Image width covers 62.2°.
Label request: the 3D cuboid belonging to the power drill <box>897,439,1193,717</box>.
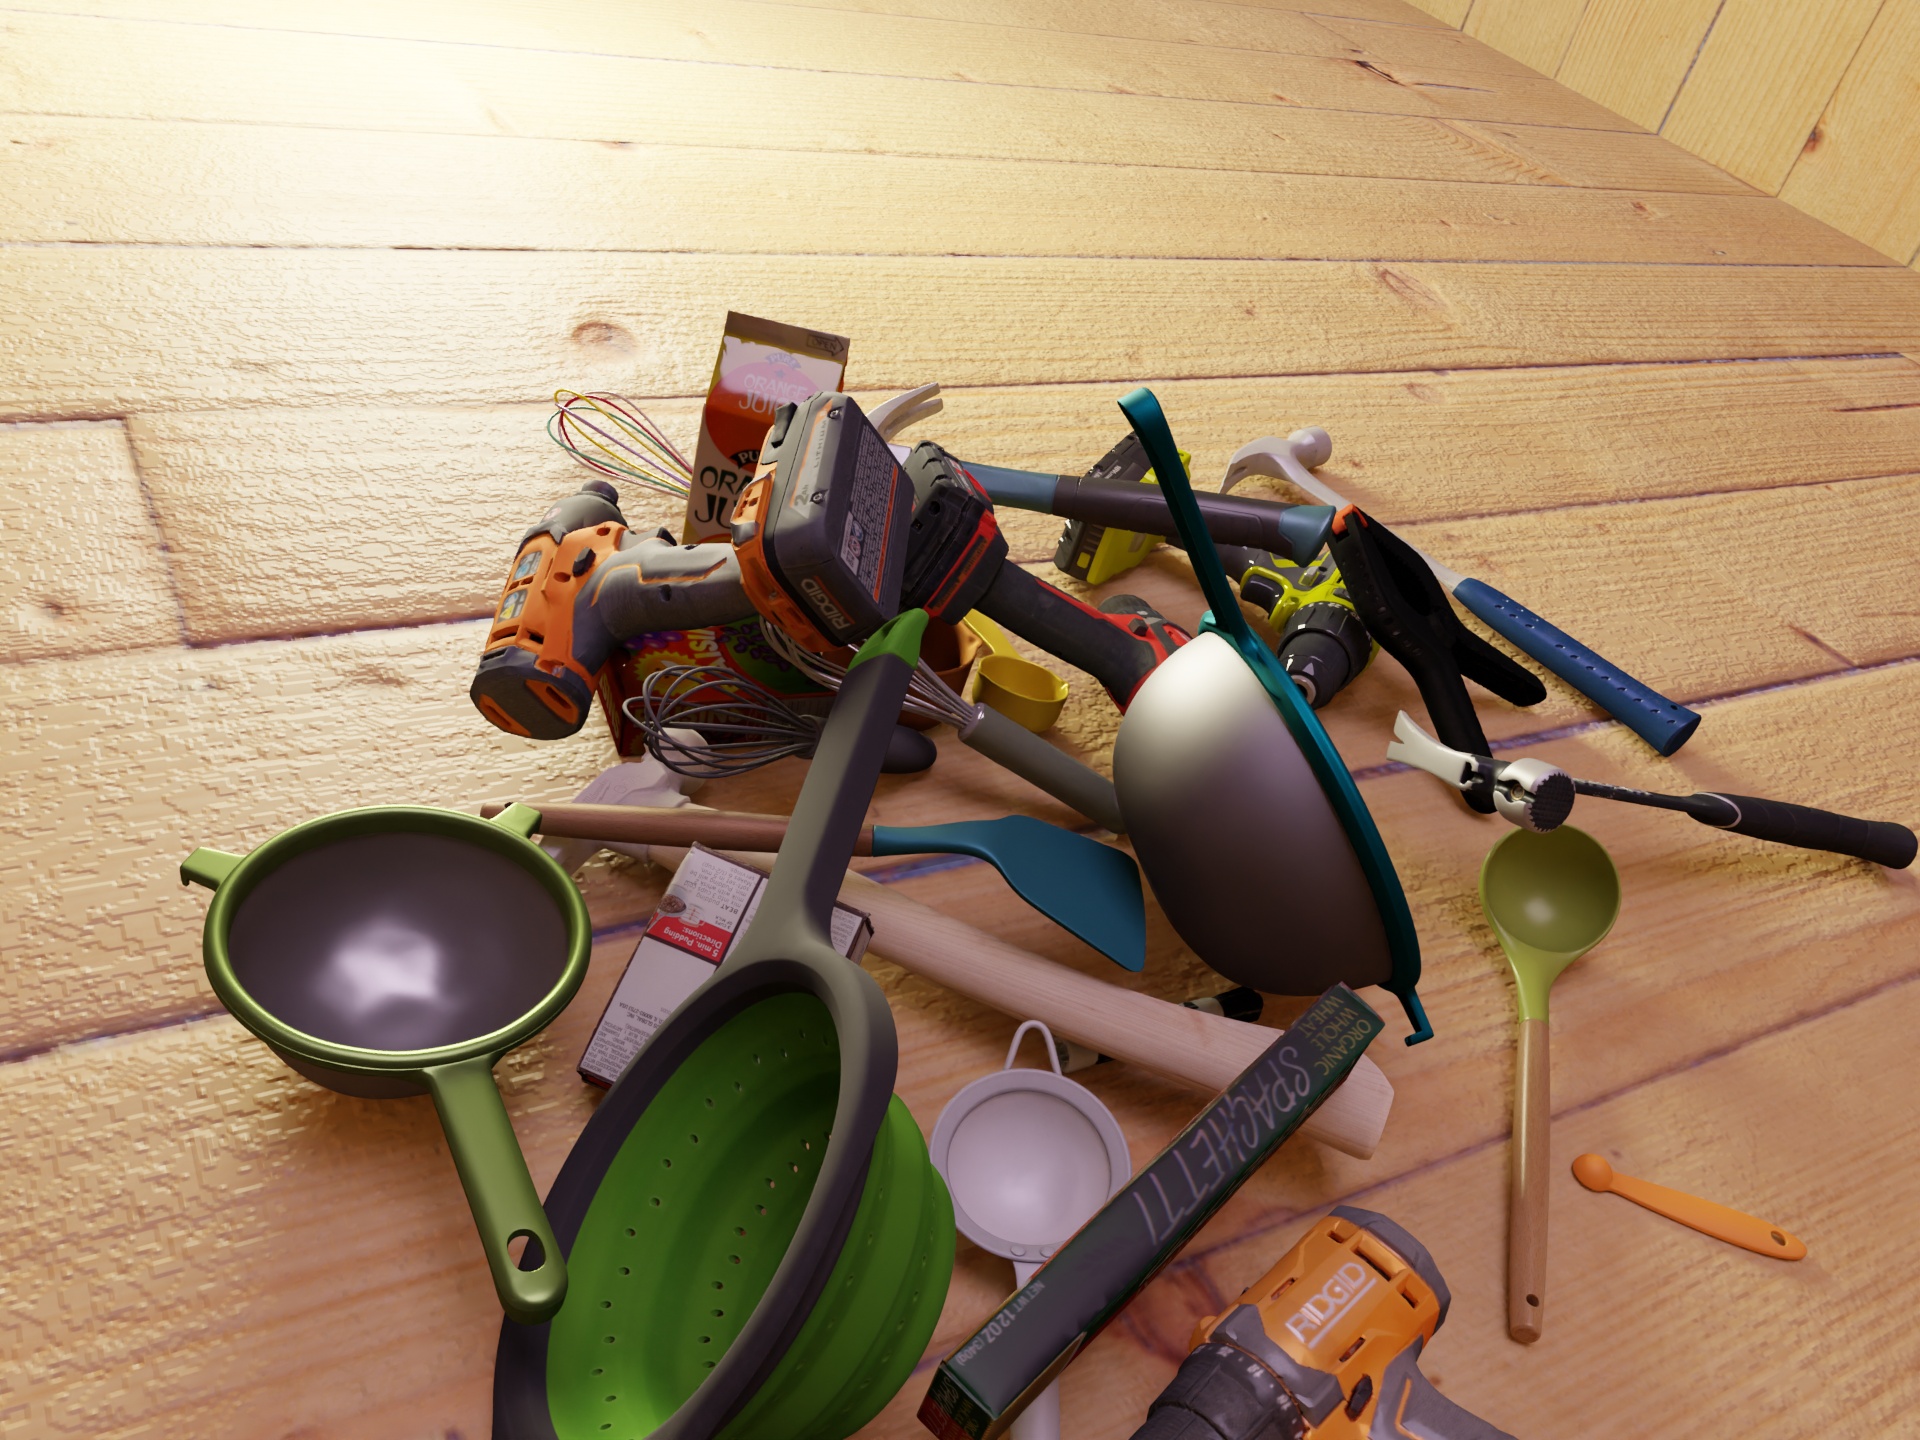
[{"bbox_3d":[0.051,-0.072,0.948,0.226,0.080,0.188,30,16,-19],"label":"power drill"}]

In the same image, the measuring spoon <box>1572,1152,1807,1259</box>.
[{"bbox_3d":[0.357,0.236,0.775,0.117,0.011,0.021,20,37,5],"label":"measuring spoon"}]

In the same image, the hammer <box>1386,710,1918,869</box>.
[{"bbox_3d":[0.441,0.052,0.971,0.408,0.036,0.149,10,10,-27],"label":"hammer"}]

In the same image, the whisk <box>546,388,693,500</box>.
[{"bbox_3d":[-0.178,-0.155,1.054,0.245,0.047,0.051,32,38,15],"label":"whisk"}]

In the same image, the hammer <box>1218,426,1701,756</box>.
[{"bbox_3d":[0.367,-0.105,1.200,0.144,0.035,0.406,-19,49,-39],"label":"hammer"}]

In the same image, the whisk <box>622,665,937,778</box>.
[{"bbox_3d":[-0.082,0.008,0.814,0.055,0.055,0.238,40,15,28],"label":"whisk"}]

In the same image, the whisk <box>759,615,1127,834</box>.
[{"bbox_3d":[-0.001,-0.003,0.873,0.246,0.059,0.058,31,42,-14],"label":"whisk"}]

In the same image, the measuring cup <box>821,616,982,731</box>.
[{"bbox_3d":[-0.048,-0.055,0.968,0.095,0.052,0.174,7,32,-19],"label":"measuring cup"}]

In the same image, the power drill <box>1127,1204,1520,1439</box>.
[{"bbox_3d":[0.172,0.298,0.572,0.185,0.084,0.226,-23,47,-40],"label":"power drill"}]

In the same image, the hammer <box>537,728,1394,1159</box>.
[{"bbox_3d":[-0.004,0.117,0.747,0.411,0.038,0.146,20,38,13],"label":"hammer"}]

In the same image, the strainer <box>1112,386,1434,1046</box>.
[{"bbox_3d":[0.110,0.008,0.762,0.095,0.340,0.211,-27,30,0],"label":"strainer"}]

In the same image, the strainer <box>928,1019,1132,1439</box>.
[{"bbox_3d":[0.027,0.238,0.626,0.087,0.050,0.259,5,43,-3],"label":"strainer"}]

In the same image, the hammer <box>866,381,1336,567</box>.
[{"bbox_3d":[0.076,-0.144,1.041,0.331,0.033,0.128,10,71,11],"label":"hammer"}]

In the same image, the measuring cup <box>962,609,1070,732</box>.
[{"bbox_3d":[0.019,-0.037,0.997,0.062,0.029,0.157,7,25,-24],"label":"measuring cup"}]

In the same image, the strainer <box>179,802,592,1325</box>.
[{"bbox_3d":[-0.210,0.141,0.636,0.151,0.069,0.257,-8,43,-32],"label":"strainer"}]

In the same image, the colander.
[{"bbox_3d":[-0.049,0.126,0.617,0.094,0.204,0.397,37,50,-25],"label":"colander"}]

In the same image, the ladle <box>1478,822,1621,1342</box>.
[{"bbox_3d":[0.295,0.167,0.806,0.078,0.062,0.320,19,39,7],"label":"ladle"}]

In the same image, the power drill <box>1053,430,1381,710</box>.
[{"bbox_3d":[0.186,-0.100,1.093,0.228,0.080,0.190,29,38,12],"label":"power drill"}]

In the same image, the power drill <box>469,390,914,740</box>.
[{"bbox_3d":[-0.140,-0.088,0.822,0.226,0.084,0.164,-15,47,24],"label":"power drill"}]

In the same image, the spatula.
[{"bbox_3d":[-0.068,0.065,0.753,0.317,0.044,0.082,5,37,0],"label":"spatula"}]
